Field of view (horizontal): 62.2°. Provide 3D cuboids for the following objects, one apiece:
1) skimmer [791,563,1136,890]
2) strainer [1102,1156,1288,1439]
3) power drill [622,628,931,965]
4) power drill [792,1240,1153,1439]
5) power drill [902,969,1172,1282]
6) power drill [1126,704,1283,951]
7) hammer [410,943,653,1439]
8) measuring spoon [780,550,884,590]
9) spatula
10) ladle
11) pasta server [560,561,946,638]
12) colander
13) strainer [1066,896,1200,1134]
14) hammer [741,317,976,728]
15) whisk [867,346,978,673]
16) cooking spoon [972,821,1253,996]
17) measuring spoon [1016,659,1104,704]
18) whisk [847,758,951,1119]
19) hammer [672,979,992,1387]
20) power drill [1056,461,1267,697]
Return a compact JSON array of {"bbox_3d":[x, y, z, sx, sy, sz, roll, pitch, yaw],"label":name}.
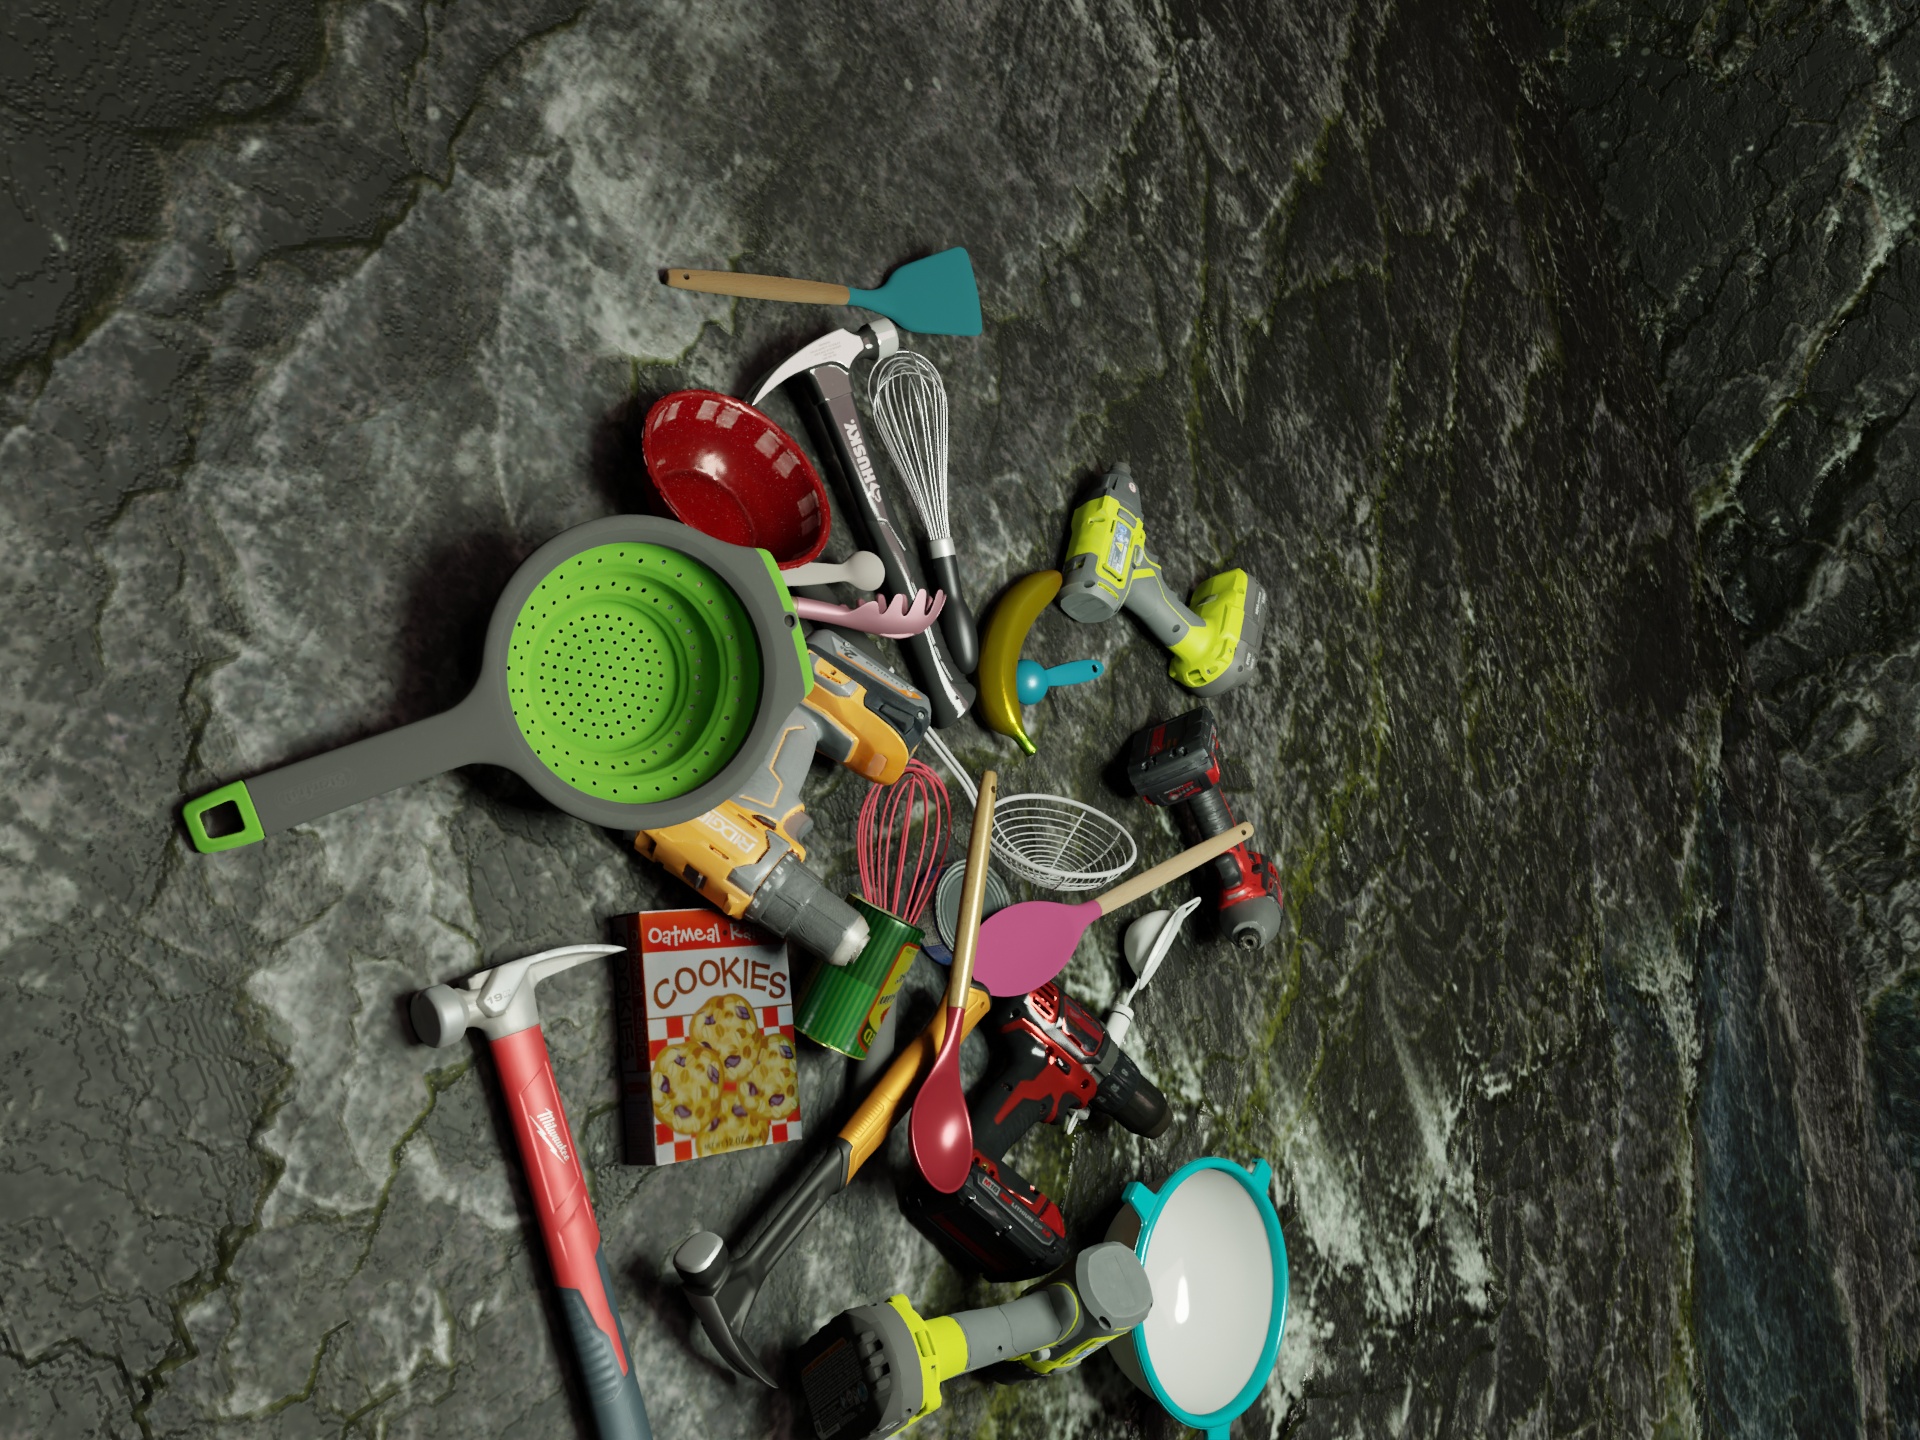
[{"bbox_3d":[-0.002,-0.004,1.276,0.363,0.090,0.127,51,24,-10],"label":"skimmer"},{"bbox_3d":[0.181,0.537,1.326,0.210,0.095,0.340,7,79,-45],"label":"strainer"},{"bbox_3d":[-0.106,0.057,1.148,0.185,0.084,0.226,35,50,4],"label":"power drill"},{"bbox_3d":[0.003,0.449,1.130,0.228,0.190,0.080,-2,56,-34],"label":"power drill"},{"bbox_3d":[0.072,0.333,1.270,0.187,0.080,0.227,43,48,-13],"label":"power drill"},{"bbox_3d":[0.239,0.110,1.492,0.219,0.078,0.143,62,19,-14],"label":"power drill"},{"bbox_3d":[-0.231,0.338,1.012,0.143,0.038,0.386,-15,89,-48],"label":"hammer"},{"bbox_3d":[-0.110,-0.118,1.238,0.124,0.018,0.034,-6,66,-35],"label":"measuring spoon"},{"bbox_3d":[-0.111,-0.365,1.336,0.317,0.044,0.082,-10,89,-45],"label":"spatula"},{"bbox_3d":[0.000,0.189,1.189,0.069,0.031,0.316,27,65,-46],"label":"ladle"},{"bbox_3d":[-0.146,-0.095,1.168,0.316,0.060,0.040,7,86,-36],"label":"pasta server"},{"bbox_3d":[-0.294,-0.003,1.027,0.397,0.094,0.204,-22,100,-28],"label":"colander"},{"bbox_3d":[0.145,0.252,1.409,0.086,0.050,0.258,90,25,-55],"label":"strainer"},{"bbox_3d":[-0.066,-0.150,1.306,0.146,0.035,0.334,-26,103,-26],"label":"hammer"},{"bbox_3d":[-0.024,-0.179,1.364,0.070,0.070,0.284,-14,94,-46],"label":"whisk"},{"bbox_3d":[0.134,0.149,1.345,0.319,0.017,0.069,-23,84,-31],"label":"cooking spoon"},{"bbox_3d":[0.096,-0.043,1.459,0.128,0.021,0.042,-12,87,-44],"label":"measuring spoon"},{"bbox_3d":[-0.056,0.173,1.225,0.073,0.073,0.296,19,72,-40],"label":"whisk"},{"bbox_3d":[-0.072,0.309,1.143,0.337,0.034,0.127,-46,128,-42],"label":"hammer"},{"bbox_3d":[0.197,-0.136,1.552,0.223,0.080,0.171,34,56,-30],"label":"power drill"}]
